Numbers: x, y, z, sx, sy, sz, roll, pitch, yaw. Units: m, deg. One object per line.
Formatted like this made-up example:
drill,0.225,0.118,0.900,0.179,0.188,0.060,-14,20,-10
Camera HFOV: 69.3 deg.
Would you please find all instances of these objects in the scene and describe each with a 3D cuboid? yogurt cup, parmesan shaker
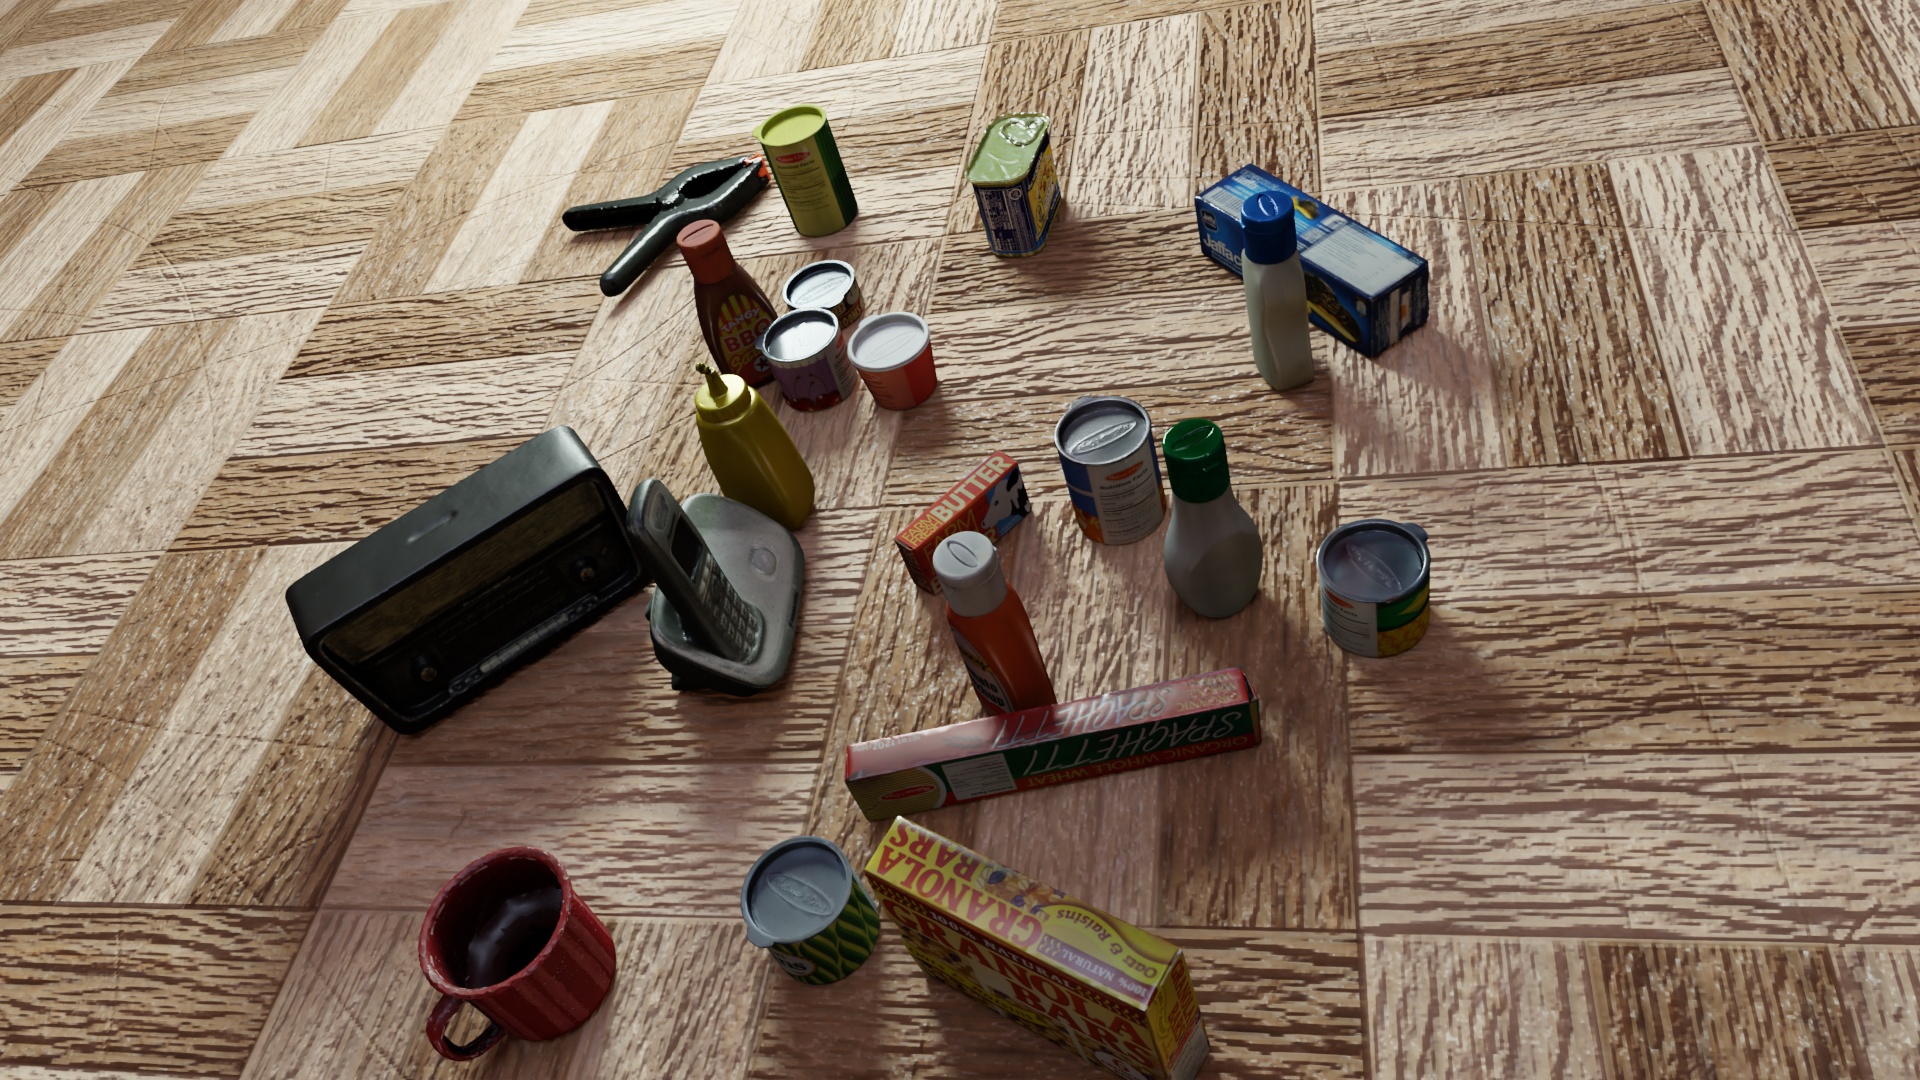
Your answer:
yogurt cup,-0.051,-0.142,1.117,0.072,0.053,0.073,-9,47,10
parmesan shaker,-0.144,-0.344,1.297,0.071,0.102,0.072,-9,47,10

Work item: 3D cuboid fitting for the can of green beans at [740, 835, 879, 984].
can of green beans,-0.086,0.214,0.802,0.071,0.057,0.071,-9,47,10

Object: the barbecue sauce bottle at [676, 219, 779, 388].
barbecue sauce bottle,-0.189,-0.194,1.144,0.065,0.147,0.044,-31,47,-11

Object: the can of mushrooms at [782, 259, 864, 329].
can of mushrooms,-0.119,-0.211,1.216,0.071,0.033,0.071,-9,47,10

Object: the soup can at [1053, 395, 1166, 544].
soup can,0.104,-0.049,0.962,0.071,0.083,0.072,-9,47,10

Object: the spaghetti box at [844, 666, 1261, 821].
spaghetti box,0.056,0.125,0.843,0.250,0.050,0.029,-12,47,7

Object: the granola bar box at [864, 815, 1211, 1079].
granola bar box,0.040,0.217,0.713,0.166,0.123,0.039,18,57,31

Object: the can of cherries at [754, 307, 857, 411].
can of cherries,-0.126,-0.148,1.144,0.071,0.058,0.072,-9,47,10

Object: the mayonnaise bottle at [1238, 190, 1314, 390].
mayonnaise bottle,0.226,-0.180,0.997,0.041,0.147,0.065,-16,46,3

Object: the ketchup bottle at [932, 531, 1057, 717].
ketchup bottle,0.019,0.055,0.850,0.044,0.148,0.065,-37,48,-15

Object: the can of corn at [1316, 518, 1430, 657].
can of corn,0.258,0.029,0.859,0.071,0.058,0.071,-9,47,10

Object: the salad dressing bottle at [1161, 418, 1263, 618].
salad dressing bottle,0.154,-0.013,0.868,0.064,0.147,0.044,-28,47,-8

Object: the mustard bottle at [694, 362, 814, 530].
mustard bottle,-0.157,-0.073,1.015,0.065,0.159,0.049,6,52,23

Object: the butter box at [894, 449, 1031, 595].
butter box,0.004,-0.012,0.982,0.104,0.053,0.024,-41,50,-19
